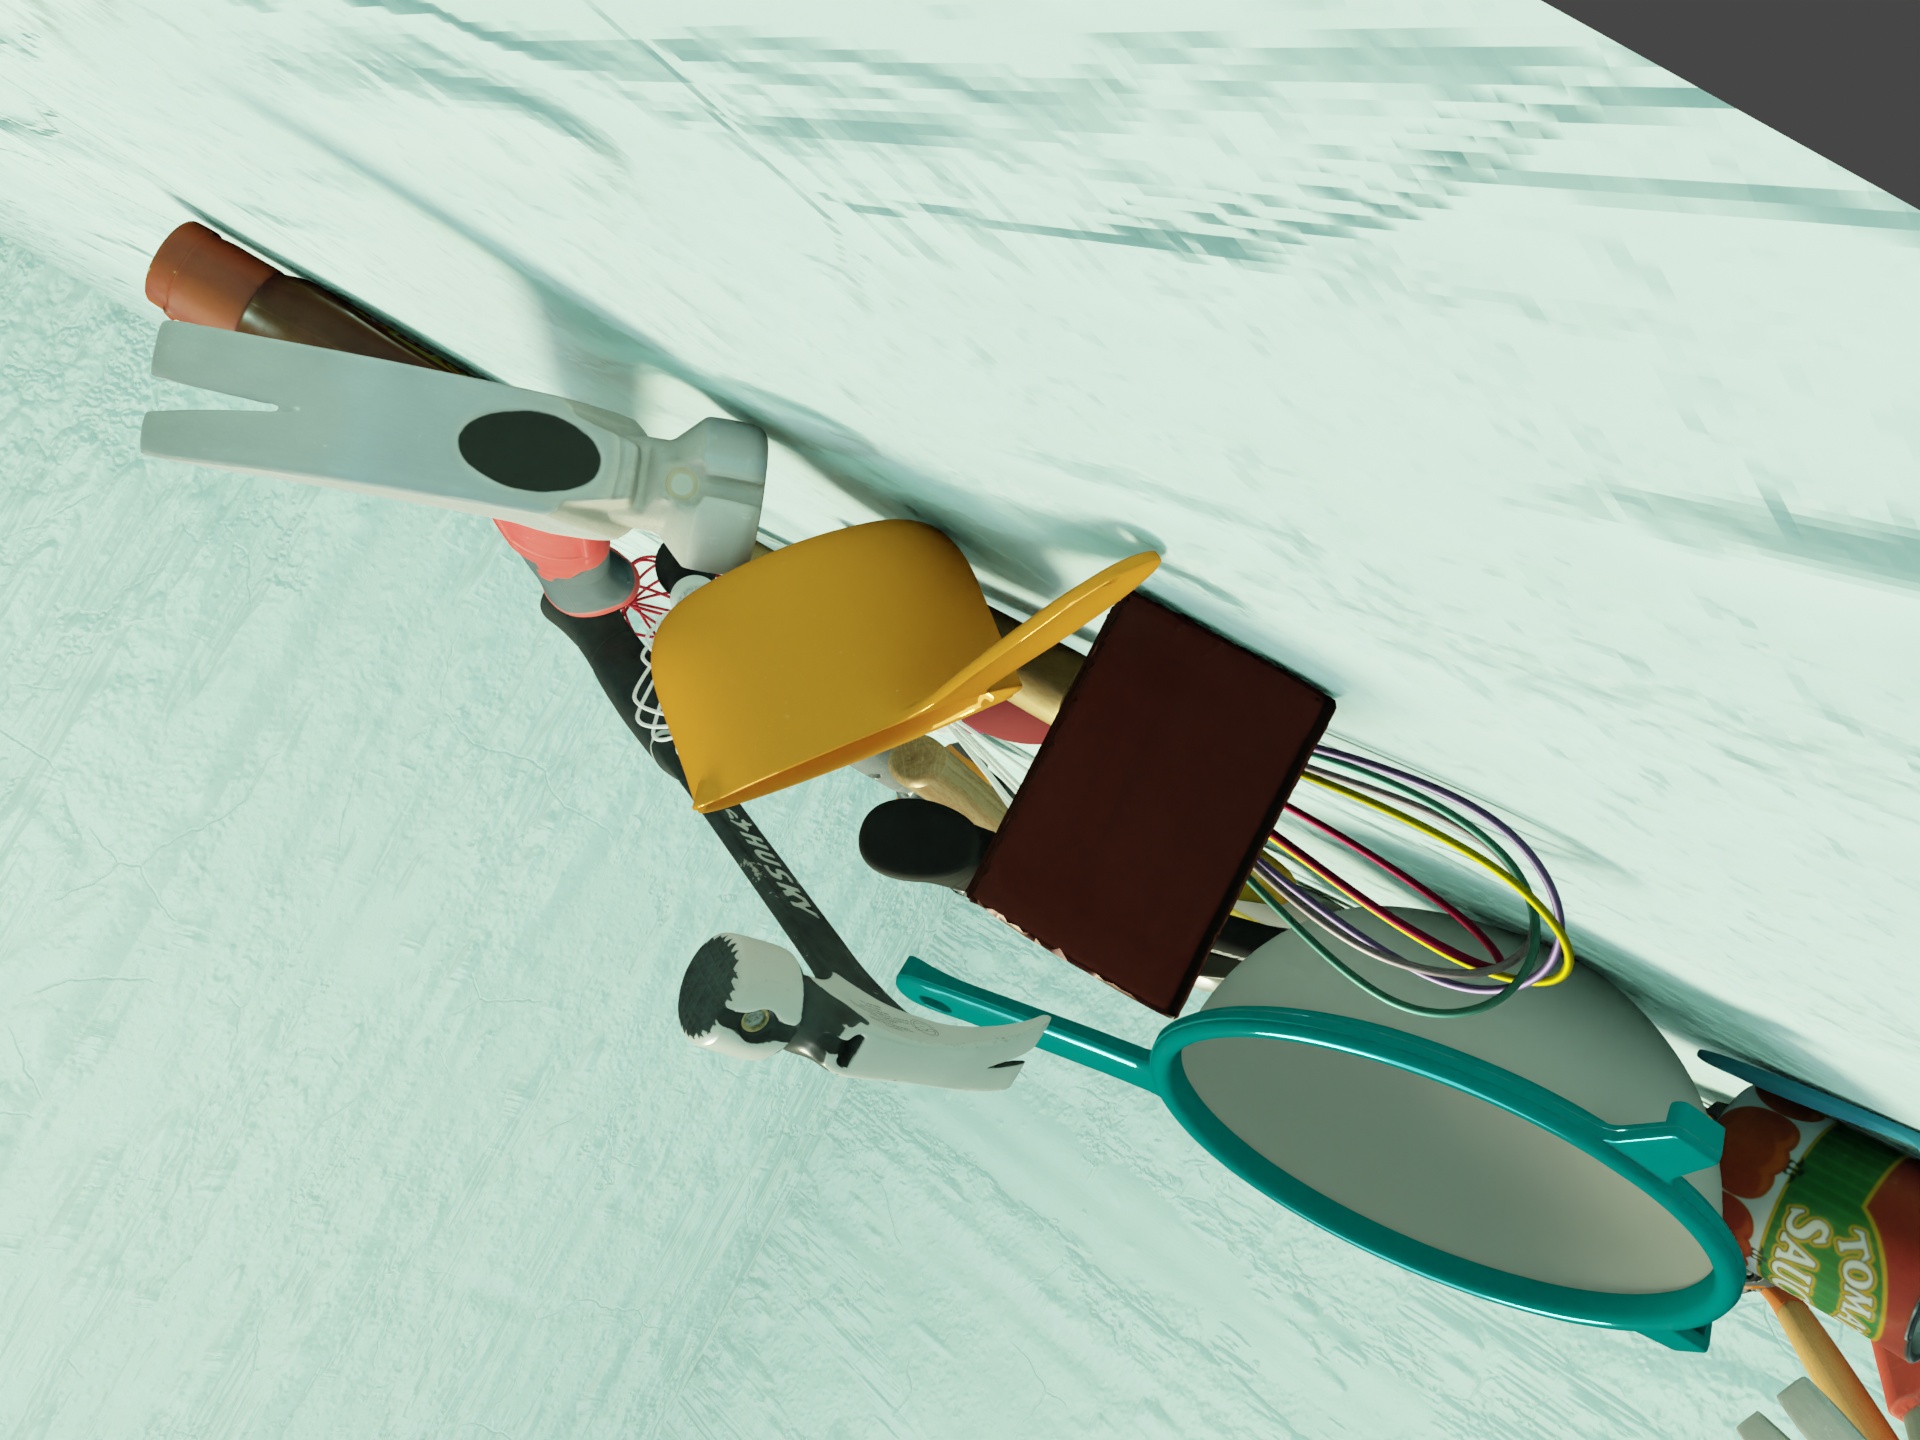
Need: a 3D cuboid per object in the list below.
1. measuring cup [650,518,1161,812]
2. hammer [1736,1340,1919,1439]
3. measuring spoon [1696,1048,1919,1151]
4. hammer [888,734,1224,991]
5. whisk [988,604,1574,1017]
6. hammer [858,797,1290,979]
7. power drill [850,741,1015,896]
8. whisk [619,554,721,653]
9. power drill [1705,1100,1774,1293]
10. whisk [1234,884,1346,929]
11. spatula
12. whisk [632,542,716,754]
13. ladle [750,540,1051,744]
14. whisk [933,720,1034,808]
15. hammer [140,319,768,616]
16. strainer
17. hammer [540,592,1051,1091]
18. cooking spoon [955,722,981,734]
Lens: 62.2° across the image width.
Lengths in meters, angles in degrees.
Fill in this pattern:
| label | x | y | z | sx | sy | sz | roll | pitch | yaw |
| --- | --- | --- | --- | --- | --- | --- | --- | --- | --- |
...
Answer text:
| label | x | y | z | sx | sy | sz | roll | pitch | yaw |
| --- | --- | --- | --- | --- | --- | --- | --- | --- | --- |
| measuring cup | -0.014 | -0.027 | 0.366 | 0.173 | 0.095 | 0.052 | -30 | 81 | 57 |
| hammer | 0.383 | 0.262 | 0.648 | 0.149 | 0.036 | 0.359 | 45 | -160 | 16 |
| measuring spoon | 0.298 | 0.141 | 0.529 | 0.042 | 0.021 | 0.129 | 31 | 175 | -29 |
| hammer | 0.061 | 0.088 | 0.898 | 0.130 | 0.031 | 0.331 | 19 | 167 | 41 |
| whisk | 0.050 | 0.007 | 0.431 | 0.245 | 0.051 | 0.047 | 31 | -176 | 32 |
| hammer | 0.080 | 0.085 | 0.713 | 0.146 | 0.035 | 0.334 | 0 | 166 | 43 |
| power drill | -0.054 | 0.025 | 1.050 | 0.226 | 0.084 | 0.185 | 39 | -179 | -24 |
| whisk | -0.117 | -0.046 | 0.911 | 0.296 | 0.073 | 0.073 | 18 | 169 | 47 |
| power drill | 0.272 | 0.202 | 0.762 | 0.226 | 0.084 | 0.164 | 20 | 151 | 0 |
| whisk | 0.140 | 0.092 | 0.946 | 0.055 | 0.055 | 0.239 | 31 | 172 | -36 |
| spatula | 0.393 | 0.276 | 0.720 | 0.081 | 0.041 | 0.323 | 41 | -165 | -2 |
| whisk | -0.113 | -0.042 | 0.691 | 0.070 | 0.070 | 0.285 | 30 | -172 | -20 |
| ladle | -0.078 | -0.061 | 0.623 | 0.316 | 0.031 | 0.069 | 29 | 177 | 28 |
| whisk | -0.001 | -0.002 | 0.741 | 0.247 | 0.059 | 0.057 | 31 | 142 | 45 |
| hammer | -0.156 | -0.067 | 0.554 | 0.143 | 0.038 | 0.386 | 9 | 179 | -12 |
| strainer | 0.132 | 0.119 | 0.622 | 0.340 | 0.095 | 0.210 | 14 | 149 | 32 |
| hammer | -0.105 | 0.025 | 0.669 | 0.149 | 0.036 | 0.409 | 23 | -168 | -36 |
| cooking spoon | -0.009 | -0.006 | 0.935 | 0.068 | 0.017 | 0.319 | 29 | 178 | -3 |
